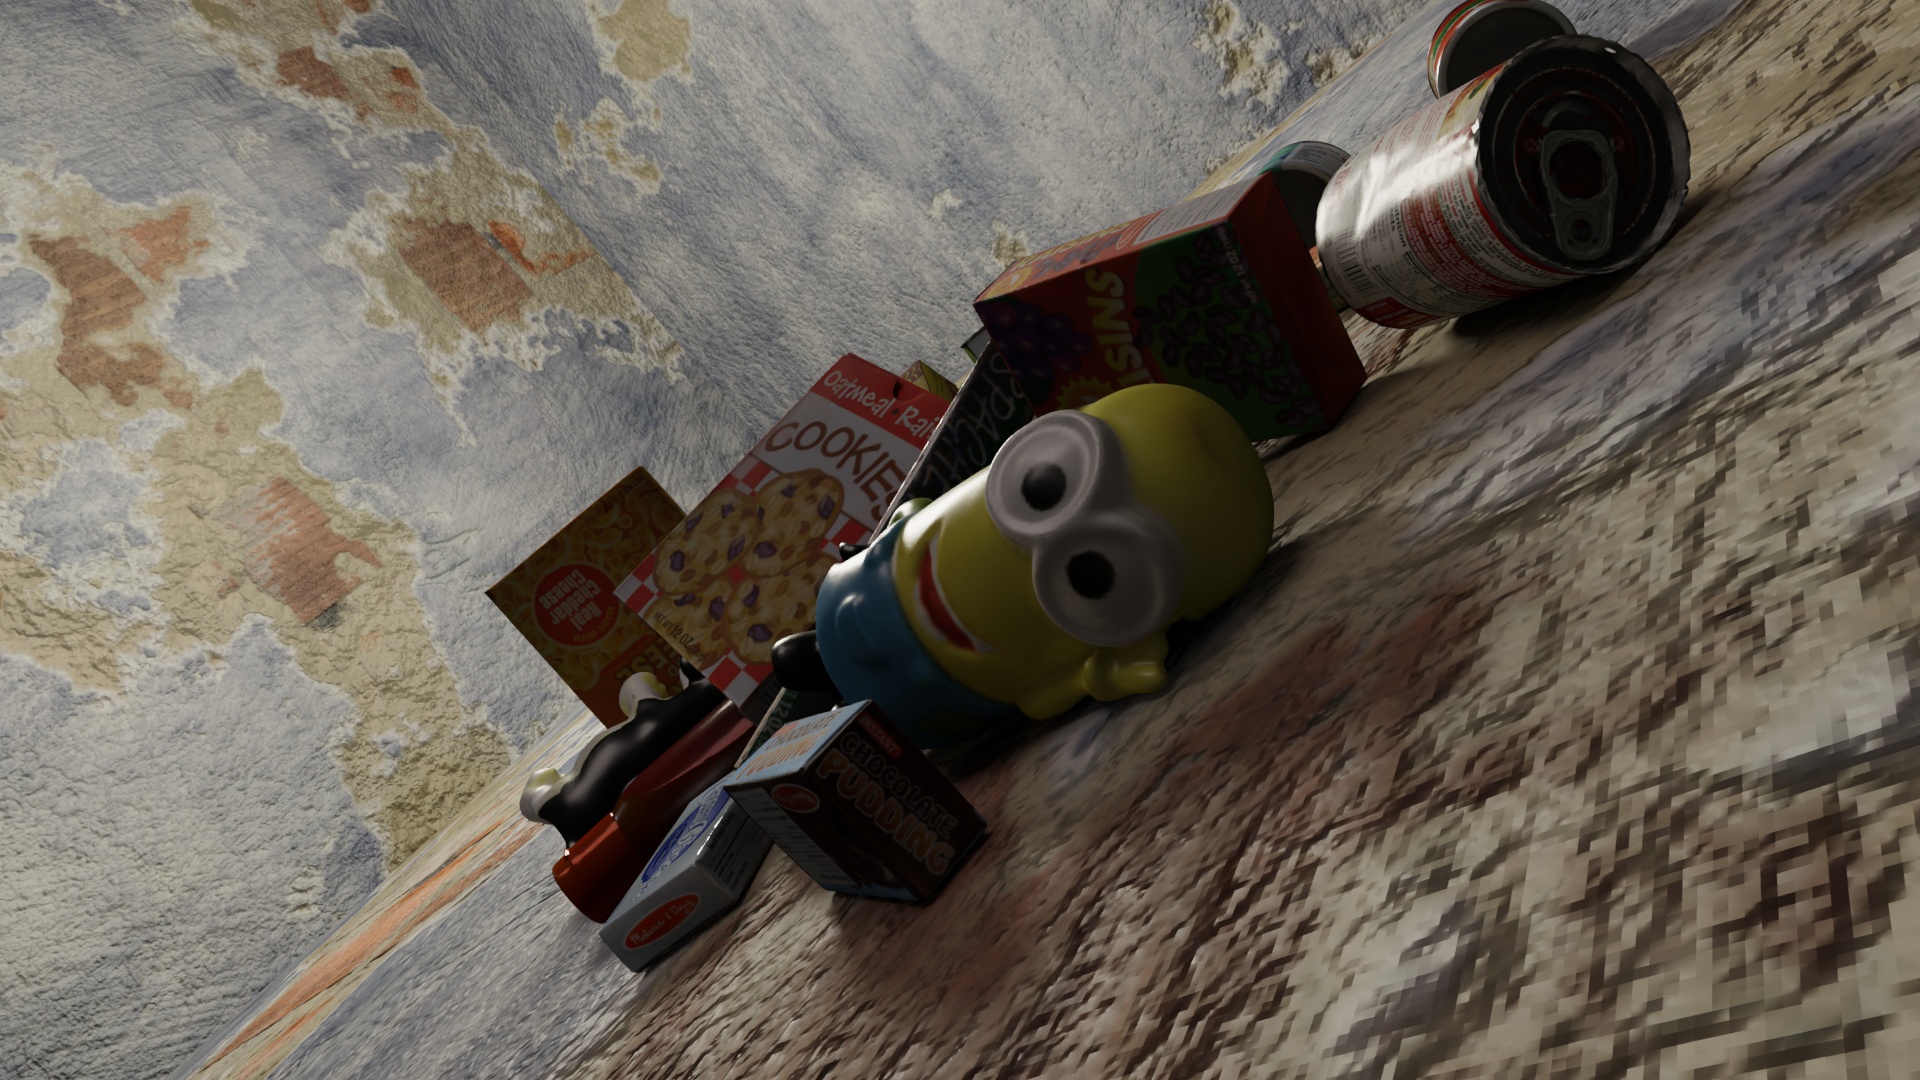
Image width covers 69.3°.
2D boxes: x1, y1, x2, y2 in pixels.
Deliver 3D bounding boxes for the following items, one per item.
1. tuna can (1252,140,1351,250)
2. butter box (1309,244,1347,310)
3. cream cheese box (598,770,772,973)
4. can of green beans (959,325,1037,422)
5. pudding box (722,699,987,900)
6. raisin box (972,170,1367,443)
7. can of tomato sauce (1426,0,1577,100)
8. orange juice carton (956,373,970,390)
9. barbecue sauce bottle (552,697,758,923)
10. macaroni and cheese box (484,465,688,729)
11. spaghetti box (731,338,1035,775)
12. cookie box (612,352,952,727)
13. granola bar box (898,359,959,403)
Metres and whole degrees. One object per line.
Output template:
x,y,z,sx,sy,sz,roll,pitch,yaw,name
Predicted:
0.189,-0.182,0.769,0.070,0.071,0.033,-33,11,46,tuna can
0.186,-0.131,0.642,0.053,0.024,0.103,-45,9,-32,butter box
-0.100,0.124,0.555,0.053,0.024,0.104,-36,8,17,cream cheese box
0.043,-0.103,0.753,0.071,0.058,0.071,-38,5,4,can of green beans
-0.033,0.076,0.401,0.030,0.049,0.083,-46,8,-25,pudding box
0.075,-0.076,0.517,0.123,0.086,0.040,-9,31,47,raisin box
0.268,-0.236,0.692,0.071,0.071,0.083,-37,9,25,can of tomato sauce
0.018,-0.083,1.012,0.193,0.072,0.073,-41,7,-9,orange juice carton
-0.122,0.114,0.649,0.149,0.043,0.065,-42,16,-8,barbecue sauce bottle
-0.193,0.055,0.877,0.124,0.166,0.040,-41,7,-8,macaroni and cheese box
-0.015,-0.003,0.558,0.251,0.029,0.050,-60,-6,-23,spaghetti box
-0.067,-0.003,0.648,0.168,0.040,0.123,-48,44,-11,cookie box
-0.058,-0.010,0.819,0.165,0.039,0.125,-38,48,20,granola bar box
